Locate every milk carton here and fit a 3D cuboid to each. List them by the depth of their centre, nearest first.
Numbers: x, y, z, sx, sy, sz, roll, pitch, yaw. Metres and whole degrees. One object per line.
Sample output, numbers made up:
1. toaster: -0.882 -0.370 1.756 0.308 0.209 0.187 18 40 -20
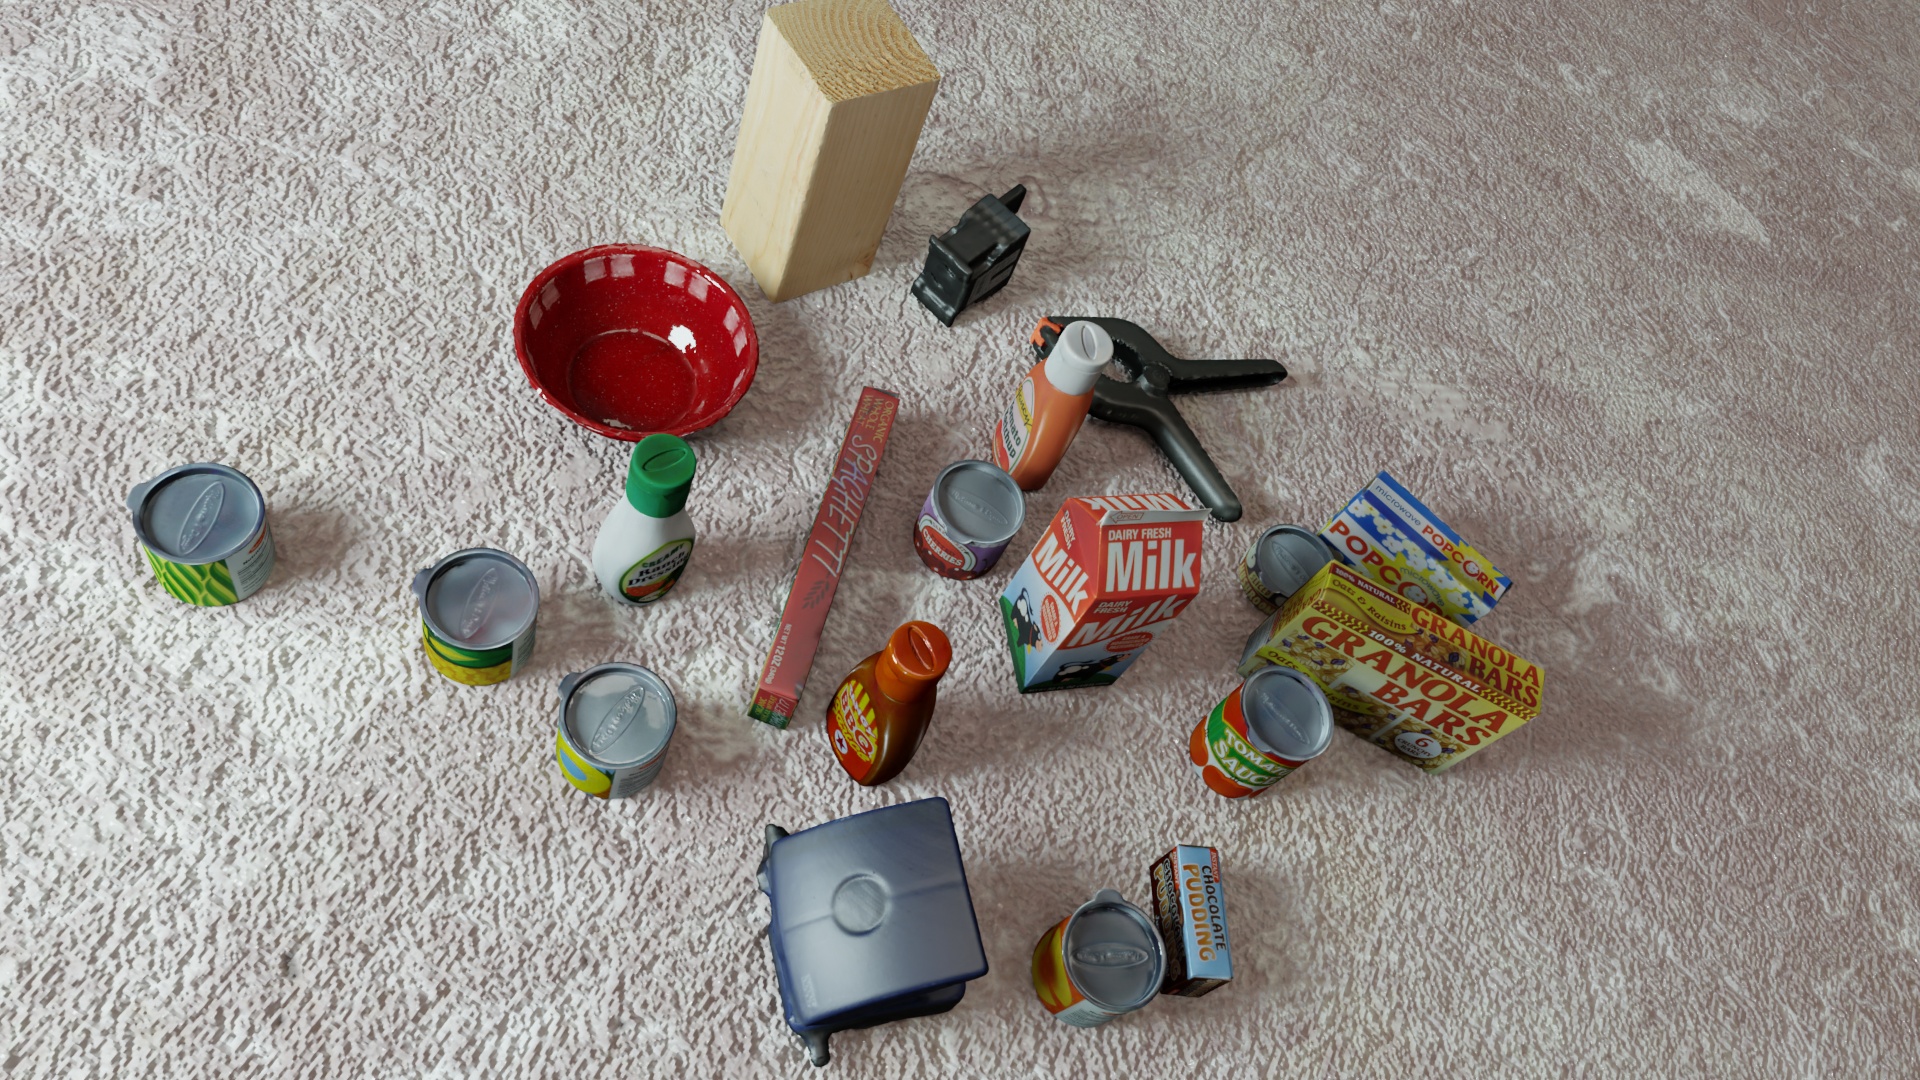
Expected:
1. milk carton: 0.091 0.027 0.890 0.072 0.189 0.074 -2 62 -20

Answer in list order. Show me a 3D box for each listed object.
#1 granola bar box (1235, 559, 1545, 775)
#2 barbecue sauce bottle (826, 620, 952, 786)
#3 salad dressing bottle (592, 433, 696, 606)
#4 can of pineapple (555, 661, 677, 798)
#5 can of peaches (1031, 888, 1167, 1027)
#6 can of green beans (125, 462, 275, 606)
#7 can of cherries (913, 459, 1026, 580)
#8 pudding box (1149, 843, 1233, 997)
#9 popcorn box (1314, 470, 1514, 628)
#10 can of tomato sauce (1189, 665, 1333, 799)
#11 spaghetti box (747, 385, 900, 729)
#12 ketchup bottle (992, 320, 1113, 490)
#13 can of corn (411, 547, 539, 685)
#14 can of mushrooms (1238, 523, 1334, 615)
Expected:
1. granola bar box: 0.295 0.090 0.964 0.165 0.123 0.039 28 56 -2
2. barbecue sauce bottle: -0.042 0.095 0.830 0.044 0.147 0.065 -18 69 -27
3. salad dressing bottle: -0.188 -0.011 0.842 0.064 0.147 0.044 -27 73 -30
4. can of pineapple: -0.205 0.111 0.819 0.071 0.057 0.071 9 59 -14
5. can of peaches: 0.082 0.252 0.836 0.071 0.057 0.071 9 59 -14
6. can of green beans: -0.436 -0.003 0.805 0.071 0.057 0.071 9 59 -14
7. can of cherries: 0.003 -0.012 0.962 0.071 0.058 0.072 9 59 -14
8. pudding box: 0.144 0.238 0.871 0.030 0.049 0.084 8 59 -15
9. popcorn box: 0.334 0.017 1.043 0.127 0.084 0.038 43 57 8
10. can of tomato sauce: 0.199 0.132 0.931 0.071 0.082 0.071 9 59 -14
11. spaghetti box: -0.088 0.004 0.925 0.029 0.050 0.251 20 57 -7
12. ketchup bottle: 0.065 -0.096 0.977 0.043 0.148 0.065 2 61 -18
13. can of corn: -0.289 0.045 0.828 0.071 0.058 0.071 9 59 -14
14. can of mushrooms: 0.243 0.024 1.038 0.071 0.033 0.071 9 59 -14
